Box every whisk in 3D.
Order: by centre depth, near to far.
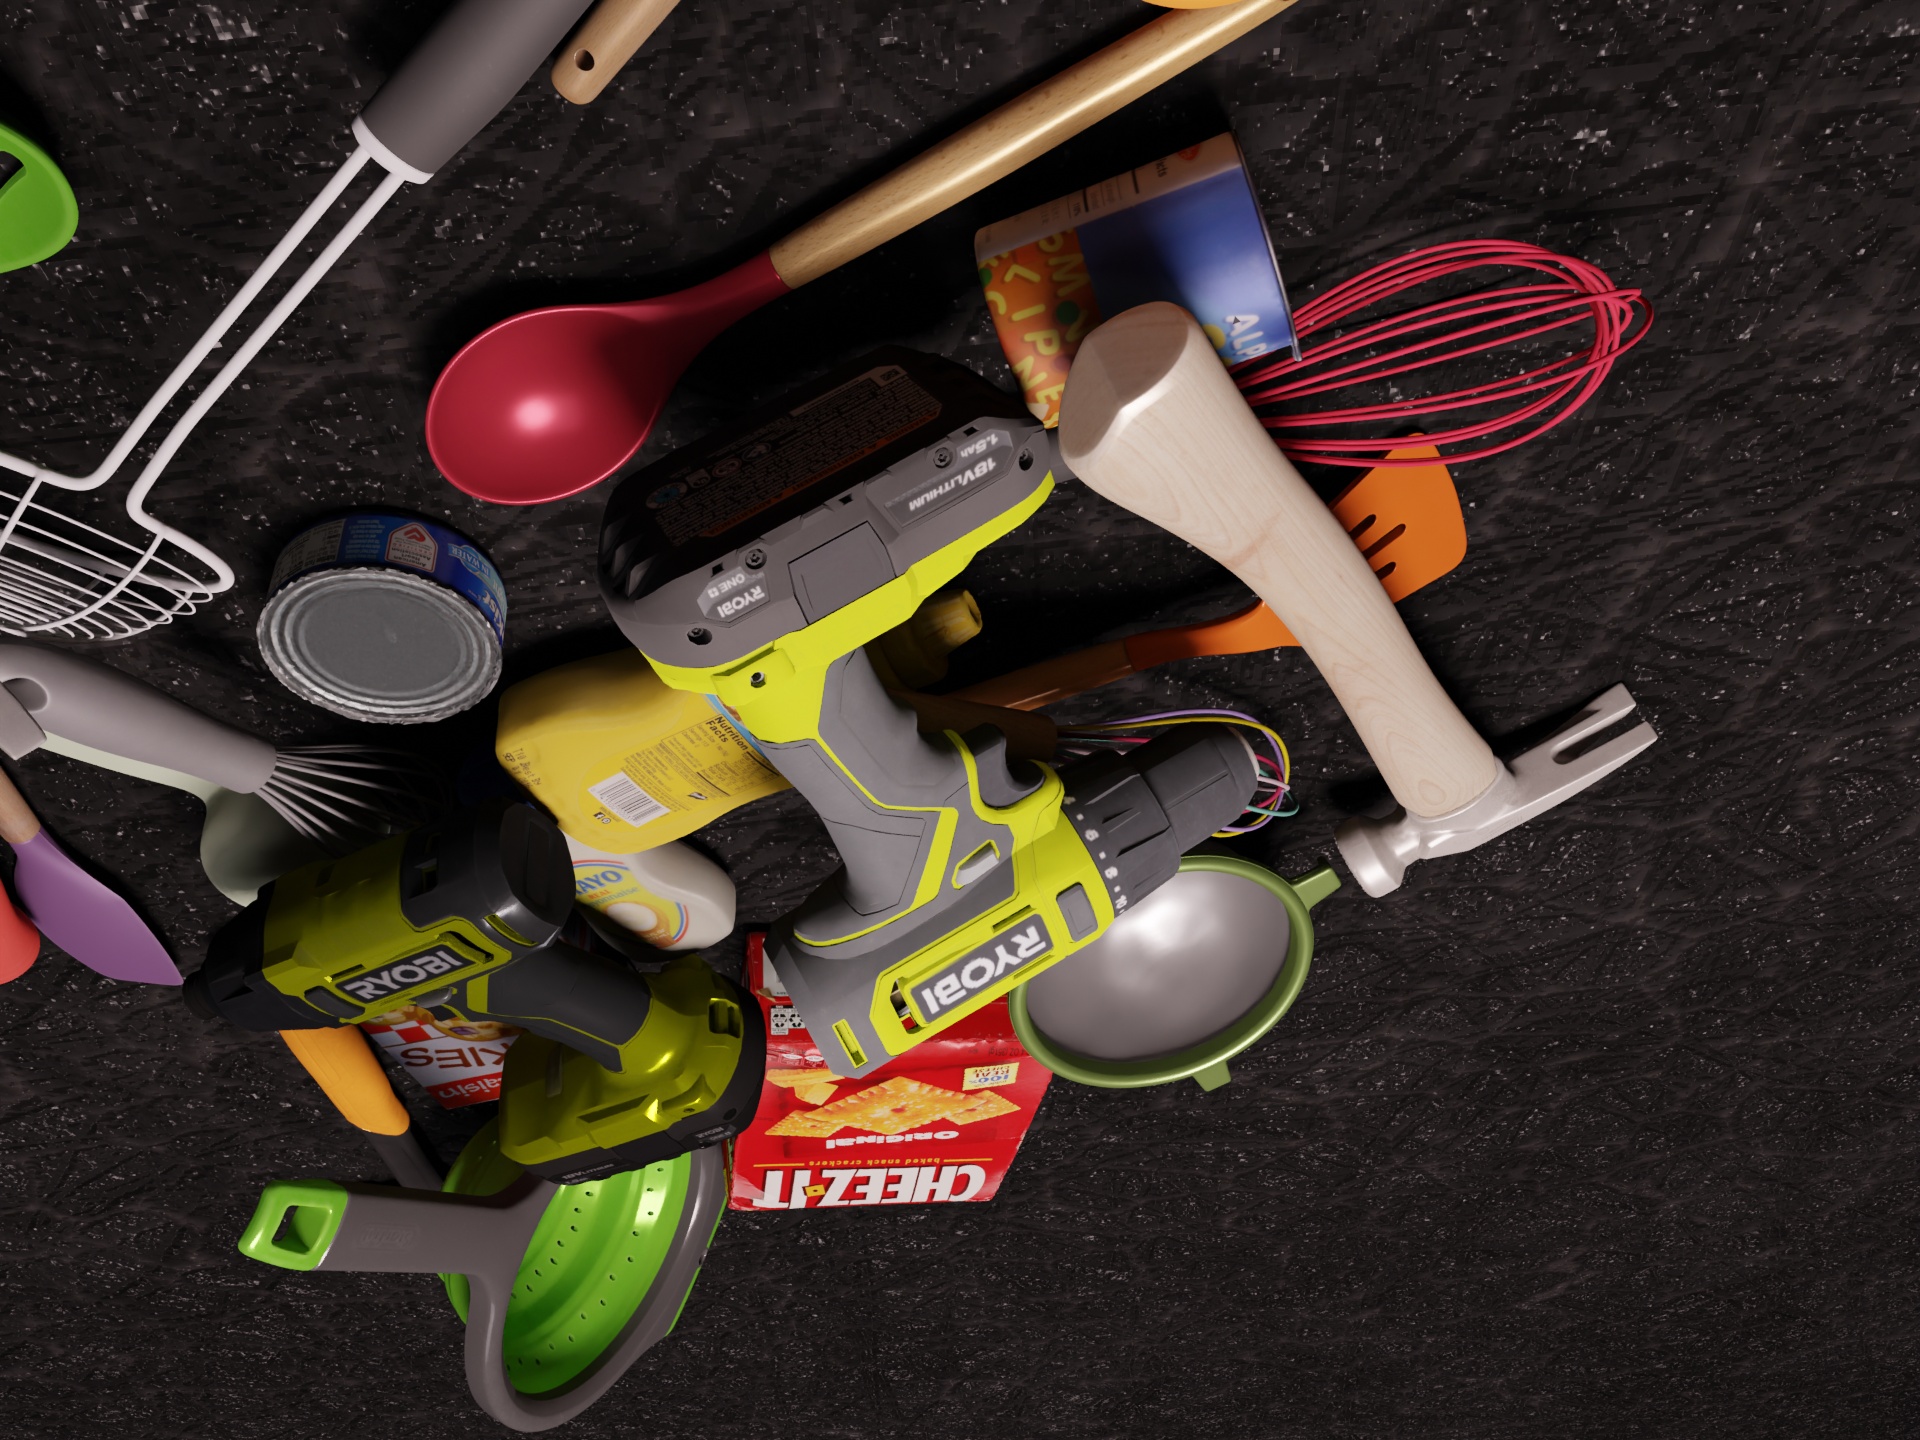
[{"bbox_3d":[0.078,-0.103,0.540,0.296,0.073,0.073,-11,141,14],"label":"whisk"},{"bbox_3d":[-0.264,0.015,0.596,0.055,0.055,0.238,-18,157,14],"label":"whisk"},{"bbox_3d":[0.049,0.015,0.637,0.244,0.051,0.047,10,130,-36],"label":"whisk"}]

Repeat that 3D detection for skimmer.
[{"bbox_3d":[-0.206,-0.141,0.467,0.363,0.090,0.127,-38,139,21],"label":"skimmer"}]

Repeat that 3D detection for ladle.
[{"bbox_3d":[-0.034,-0.152,0.488,0.315,0.031,0.069,-24,140,18],"label":"ladle"}]

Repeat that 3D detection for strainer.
[{"bbox_3d":[0.041,0.098,0.762,0.256,0.069,0.151,9,123,-18],"label":"strainer"}]

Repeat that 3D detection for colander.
[{"bbox_3d":[-0.256,0.257,0.834,0.094,0.204,0.396,17,167,23],"label":"colander"}]

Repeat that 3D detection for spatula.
[{"bbox_3d":[0.048,-0.027,0.657,0.322,0.041,0.080,-18,141,20],"label":"spatula"},{"bbox_3d":[-0.406,0.031,0.665,0.060,0.018,0.315,6,141,3],"label":"spatula"}]

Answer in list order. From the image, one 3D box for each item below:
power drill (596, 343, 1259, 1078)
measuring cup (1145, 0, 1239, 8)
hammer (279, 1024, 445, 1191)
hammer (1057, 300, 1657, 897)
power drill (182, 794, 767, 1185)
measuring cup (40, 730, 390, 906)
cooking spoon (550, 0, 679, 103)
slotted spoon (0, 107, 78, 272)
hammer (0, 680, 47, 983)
[{"bbox_3d":[-0.001,-0.002,0.532,0.190,0.080,0.228,-29,128,-9],"label":"power drill"},{"bbox_3d":[0.102,-0.223,0.396,0.173,0.052,0.095,1,140,-6],"label":"measuring cup"},{"bbox_3d":[-0.323,0.211,0.885,0.127,0.034,0.336,-5,141,-1],"label":"hammer"},{"bbox_3d":[0.153,-0.032,0.578,0.146,0.038,0.410,-32,147,16],"label":"hammer"},{"bbox_3d":[-0.200,0.125,0.689,0.171,0.080,0.223,-21,141,16],"label":"power drill"},{"bbox_3d":[-0.324,0.040,0.670,0.167,0.038,0.083,28,130,-37],"label":"measuring cup"},{"bbox_3d":[-0.001,-0.257,0.367,0.068,0.017,0.319,42,124,-20],"label":"cooking spoon"},{"bbox_3d":[-0.375,-0.101,0.501,0.314,0.031,0.070,-30,147,29],"label":"slotted spoon"},{"bbox_3d":[-0.373,0.035,0.581,0.149,0.037,0.359,45,146,5],"label":"hammer"}]
